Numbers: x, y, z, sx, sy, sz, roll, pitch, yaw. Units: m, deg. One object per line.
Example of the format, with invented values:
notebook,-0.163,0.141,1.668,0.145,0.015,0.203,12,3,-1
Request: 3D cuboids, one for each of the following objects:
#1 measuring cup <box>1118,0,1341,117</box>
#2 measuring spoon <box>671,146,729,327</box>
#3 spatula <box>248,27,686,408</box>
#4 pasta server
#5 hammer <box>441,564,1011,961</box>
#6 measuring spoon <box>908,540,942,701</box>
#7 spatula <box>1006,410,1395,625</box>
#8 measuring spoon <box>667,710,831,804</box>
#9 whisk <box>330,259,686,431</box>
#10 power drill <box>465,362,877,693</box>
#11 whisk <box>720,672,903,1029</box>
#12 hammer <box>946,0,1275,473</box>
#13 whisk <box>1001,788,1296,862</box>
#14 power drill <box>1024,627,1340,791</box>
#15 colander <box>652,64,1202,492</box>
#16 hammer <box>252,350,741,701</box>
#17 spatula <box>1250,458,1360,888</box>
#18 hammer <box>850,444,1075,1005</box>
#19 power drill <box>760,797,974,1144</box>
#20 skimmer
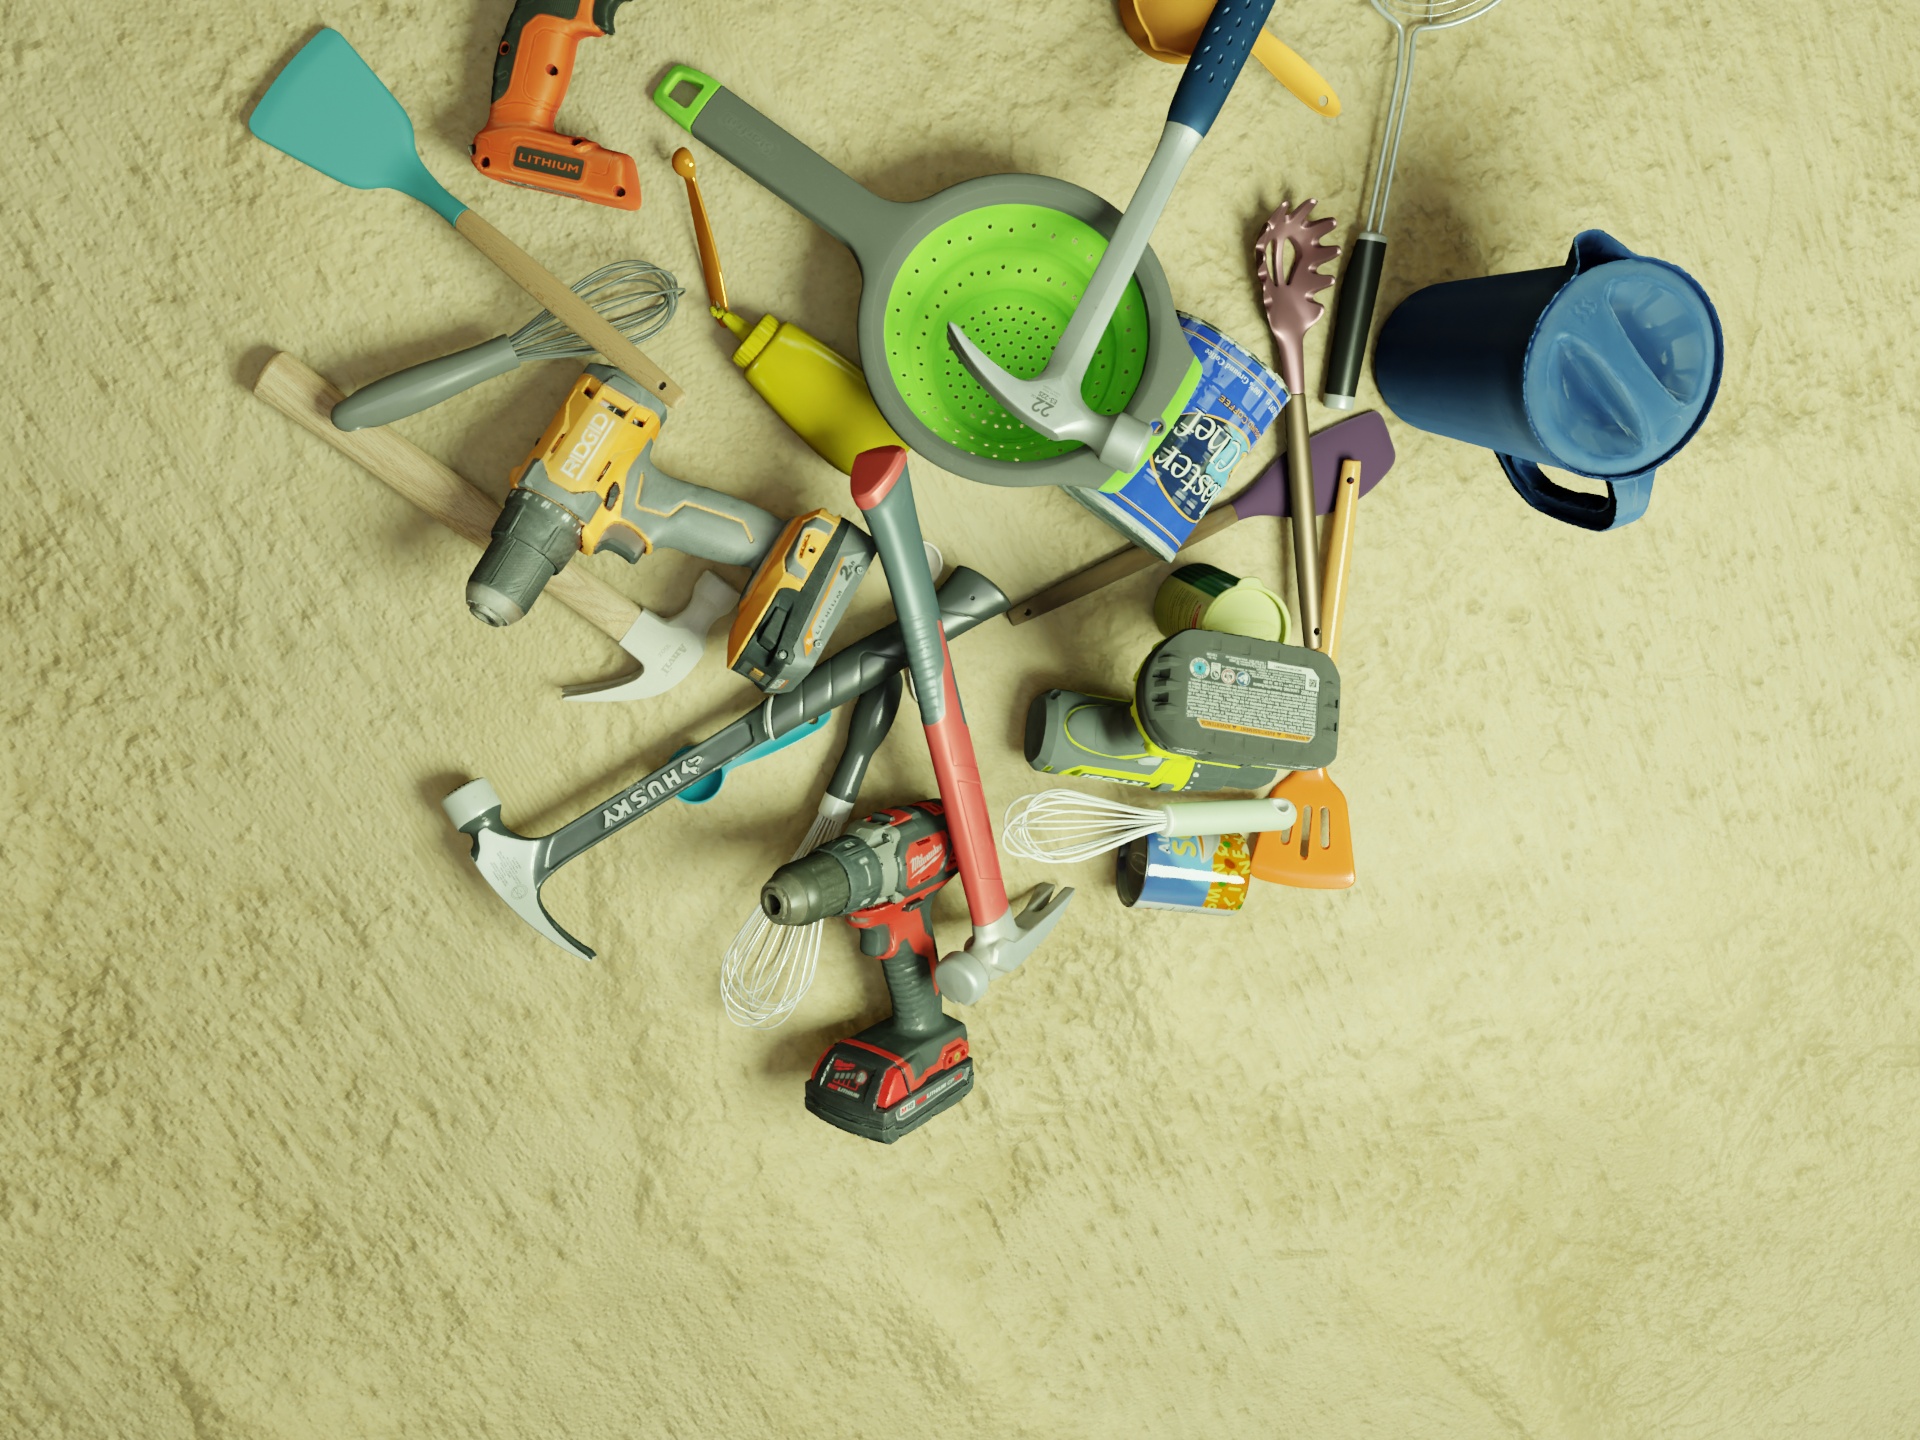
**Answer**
measuring cup,0.182,-0.460,1.068,0.173,0.052,0.095,33,96,-19
measuring spoon,-0.171,-0.315,1.042,0.011,0.021,0.116,-27,119,-31
spatula,-0.295,-0.298,0.987,0.317,0.044,0.082,40,90,5
pasta server,0.245,-0.206,1.138,0.060,0.040,0.316,-9,101,-16
hammer,-0.145,0.013,1.104,0.409,0.036,0.149,-31,91,-4
measuring spoon,-0.030,-0.071,1.145,0.034,0.018,0.124,-6,112,-10
spatula,0.178,-0.139,1.164,0.316,0.018,0.059,-25,106,-5
measuring spoon,-0.152,0.020,1.142,0.128,0.021,0.042,-26,93,-13
whisk,-0.288,-0.236,1.019,0.239,0.055,0.055,-25,107,-10
power drill,-0.190,-0.102,1.033,0.226,0.084,0.185,31,71,-10
whisk,-0.102,0.092,1.150,0.070,0.070,0.284,22,94,-16
hammer,0.131,-0.365,1.001,0.144,0.035,0.405,26,86,0
whisk,0.140,0.073,1.146,0.246,0.058,0.059,-1,136,-26
power drill,0.166,0.006,1.094,0.190,0.228,0.080,9,78,-14
colander,-0.032,-0.295,1.056,0.397,0.094,0.204,36,86,1
hammer,-0.317,-0.128,1.062,0.331,0.031,0.130,36,94,-17
spatula,0.274,-0.032,1.193,0.081,0.041,0.322,6,105,9
hammer,-0.002,-0.003,1.089,0.143,0.038,0.386,-38,123,-45
power drill,-0.064,0.178,1.123,0.188,0.080,0.226,-18,113,-50
skimmer,0.310,-0.392,1.087,0.127,0.090,0.363,3,105,-22
